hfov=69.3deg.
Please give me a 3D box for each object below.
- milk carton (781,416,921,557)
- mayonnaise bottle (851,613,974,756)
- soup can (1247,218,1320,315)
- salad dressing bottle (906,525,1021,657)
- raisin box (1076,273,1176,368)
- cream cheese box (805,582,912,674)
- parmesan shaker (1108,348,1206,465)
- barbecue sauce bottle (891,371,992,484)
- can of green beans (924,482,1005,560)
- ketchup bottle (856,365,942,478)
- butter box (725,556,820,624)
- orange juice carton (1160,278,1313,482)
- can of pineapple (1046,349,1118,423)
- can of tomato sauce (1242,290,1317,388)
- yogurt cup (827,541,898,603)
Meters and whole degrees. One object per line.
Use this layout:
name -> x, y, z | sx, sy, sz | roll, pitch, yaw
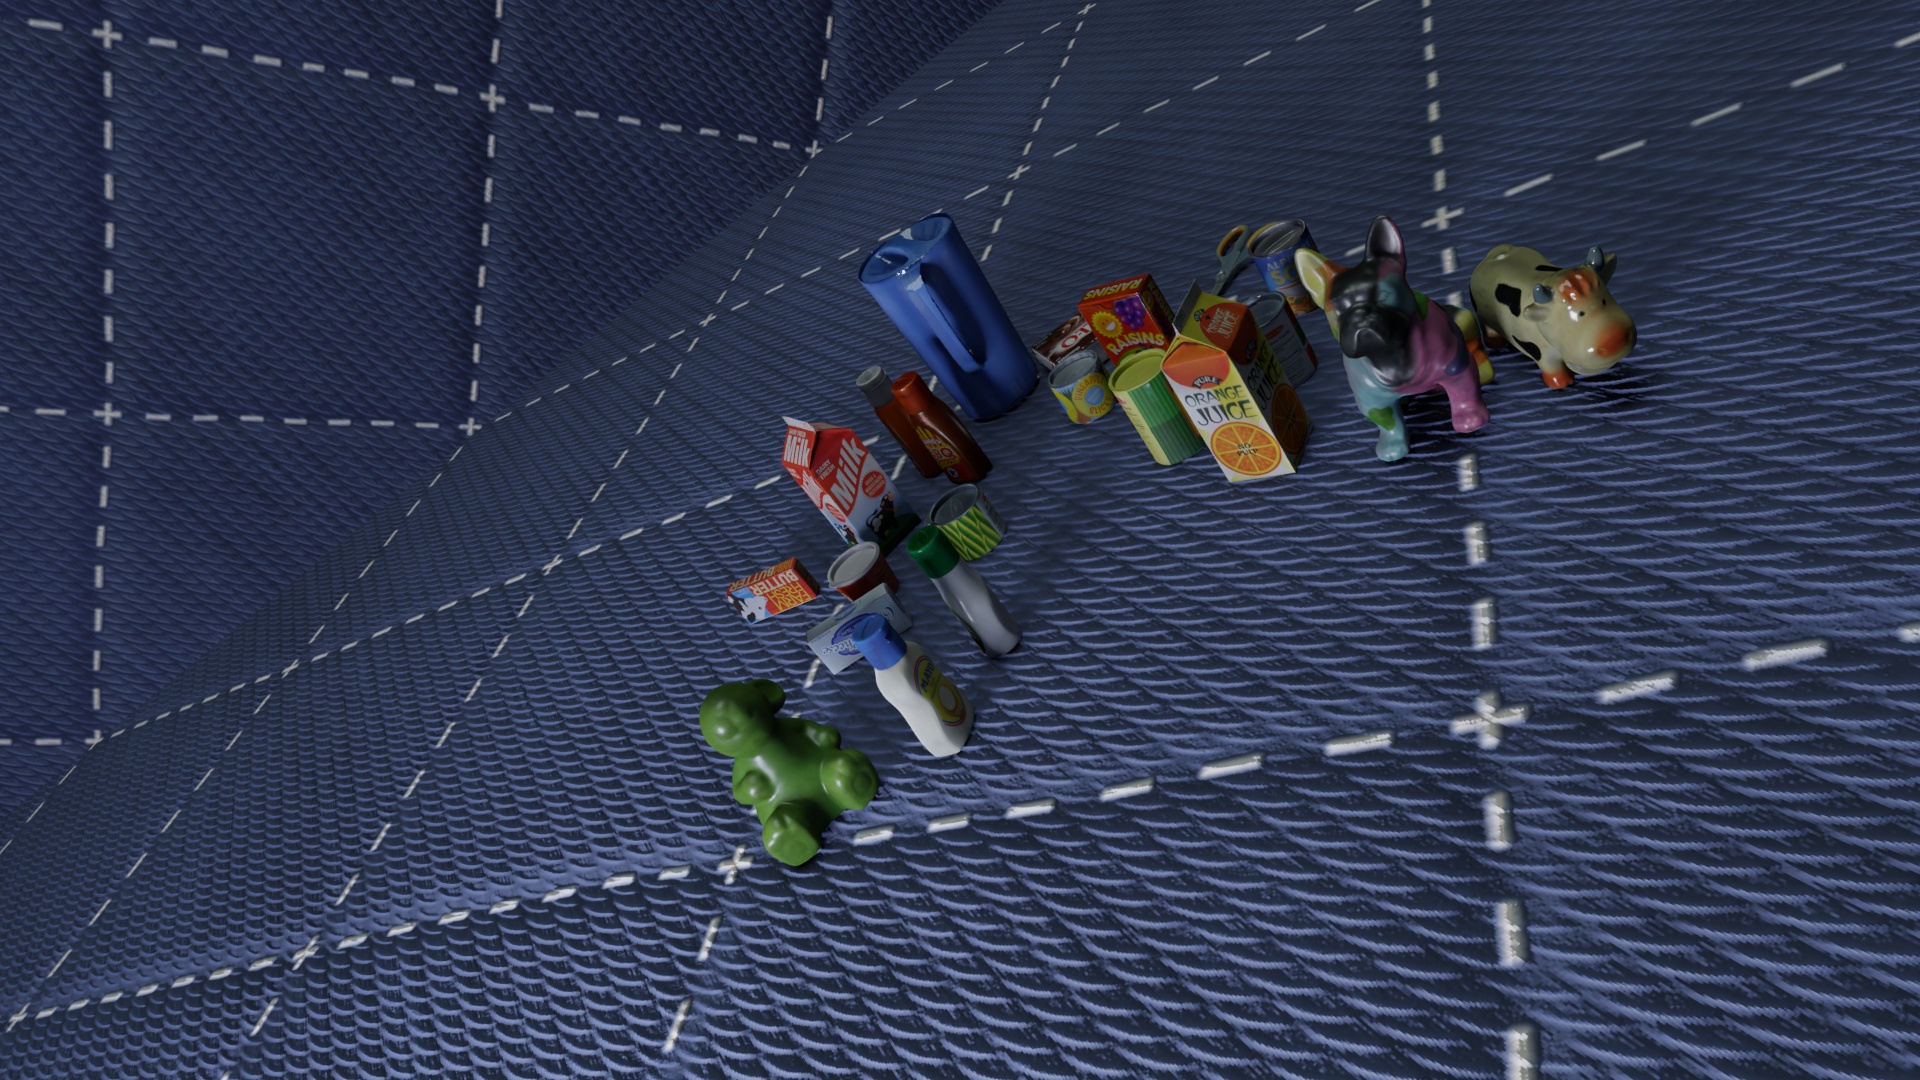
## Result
milk carton -> -0.136, -0.071, 1.607 | 0.073, 0.190, 0.072 | -47, 30, -17
mayonnaise bottle -> -0.043, 0.129, 1.260 | 0.041, 0.147, 0.065 | -17, 34, 32
soup can -> 0.360, -0.294, 1.504 | 0.071, 0.083, 0.072 | -27, 30, 17
salad dressing bottle -> 0.003, 0.048, 1.328 | 0.044, 0.147, 0.064 | -36, 29, 2
raisin box -> 0.198, -0.231, 1.547 | 0.086, 0.123, 0.040 | -5, 42, 44
cream cheese box -> -0.107, 0.094, 1.478 | 0.104, 0.053, 0.024 | -33, 29, 7
parmesan shaker -> 0.205, -0.138, 1.425 | 0.071, 0.102, 0.072 | -27, 30, 17
barbecue sauce bottle -> -0.025, -0.131, 1.618 | 0.065, 0.148, 0.044 | 4, 48, 50
can of green beans -> 0.007, -0.020, 1.515 | 0.071, 0.057, 0.071 | -27, 30, 17
ketchup bottle -> -0.070, -0.146, 1.688 | 0.043, 0.148, 0.065 | -35, 29, 4
butter box -> -0.223, 0.060, 1.653 | 0.103, 0.053, 0.024 | -22, 32, 25
orange juice carton -> 0.252, -0.150, 1.300 | 0.073, 0.192, 0.072 | -9, 39, 41
can of pineapple -> 0.142, -0.175, 1.594 | 0.071, 0.057, 0.071 | -27, 30, 17
can of tomato sauce -> 0.318, -0.202, 1.417 | 0.071, 0.083, 0.071 | -27, 30, 17
yogurt cup -> -0.106, 0.043, 1.551 | 0.072, 0.053, 0.073 | -27, 30, 17
